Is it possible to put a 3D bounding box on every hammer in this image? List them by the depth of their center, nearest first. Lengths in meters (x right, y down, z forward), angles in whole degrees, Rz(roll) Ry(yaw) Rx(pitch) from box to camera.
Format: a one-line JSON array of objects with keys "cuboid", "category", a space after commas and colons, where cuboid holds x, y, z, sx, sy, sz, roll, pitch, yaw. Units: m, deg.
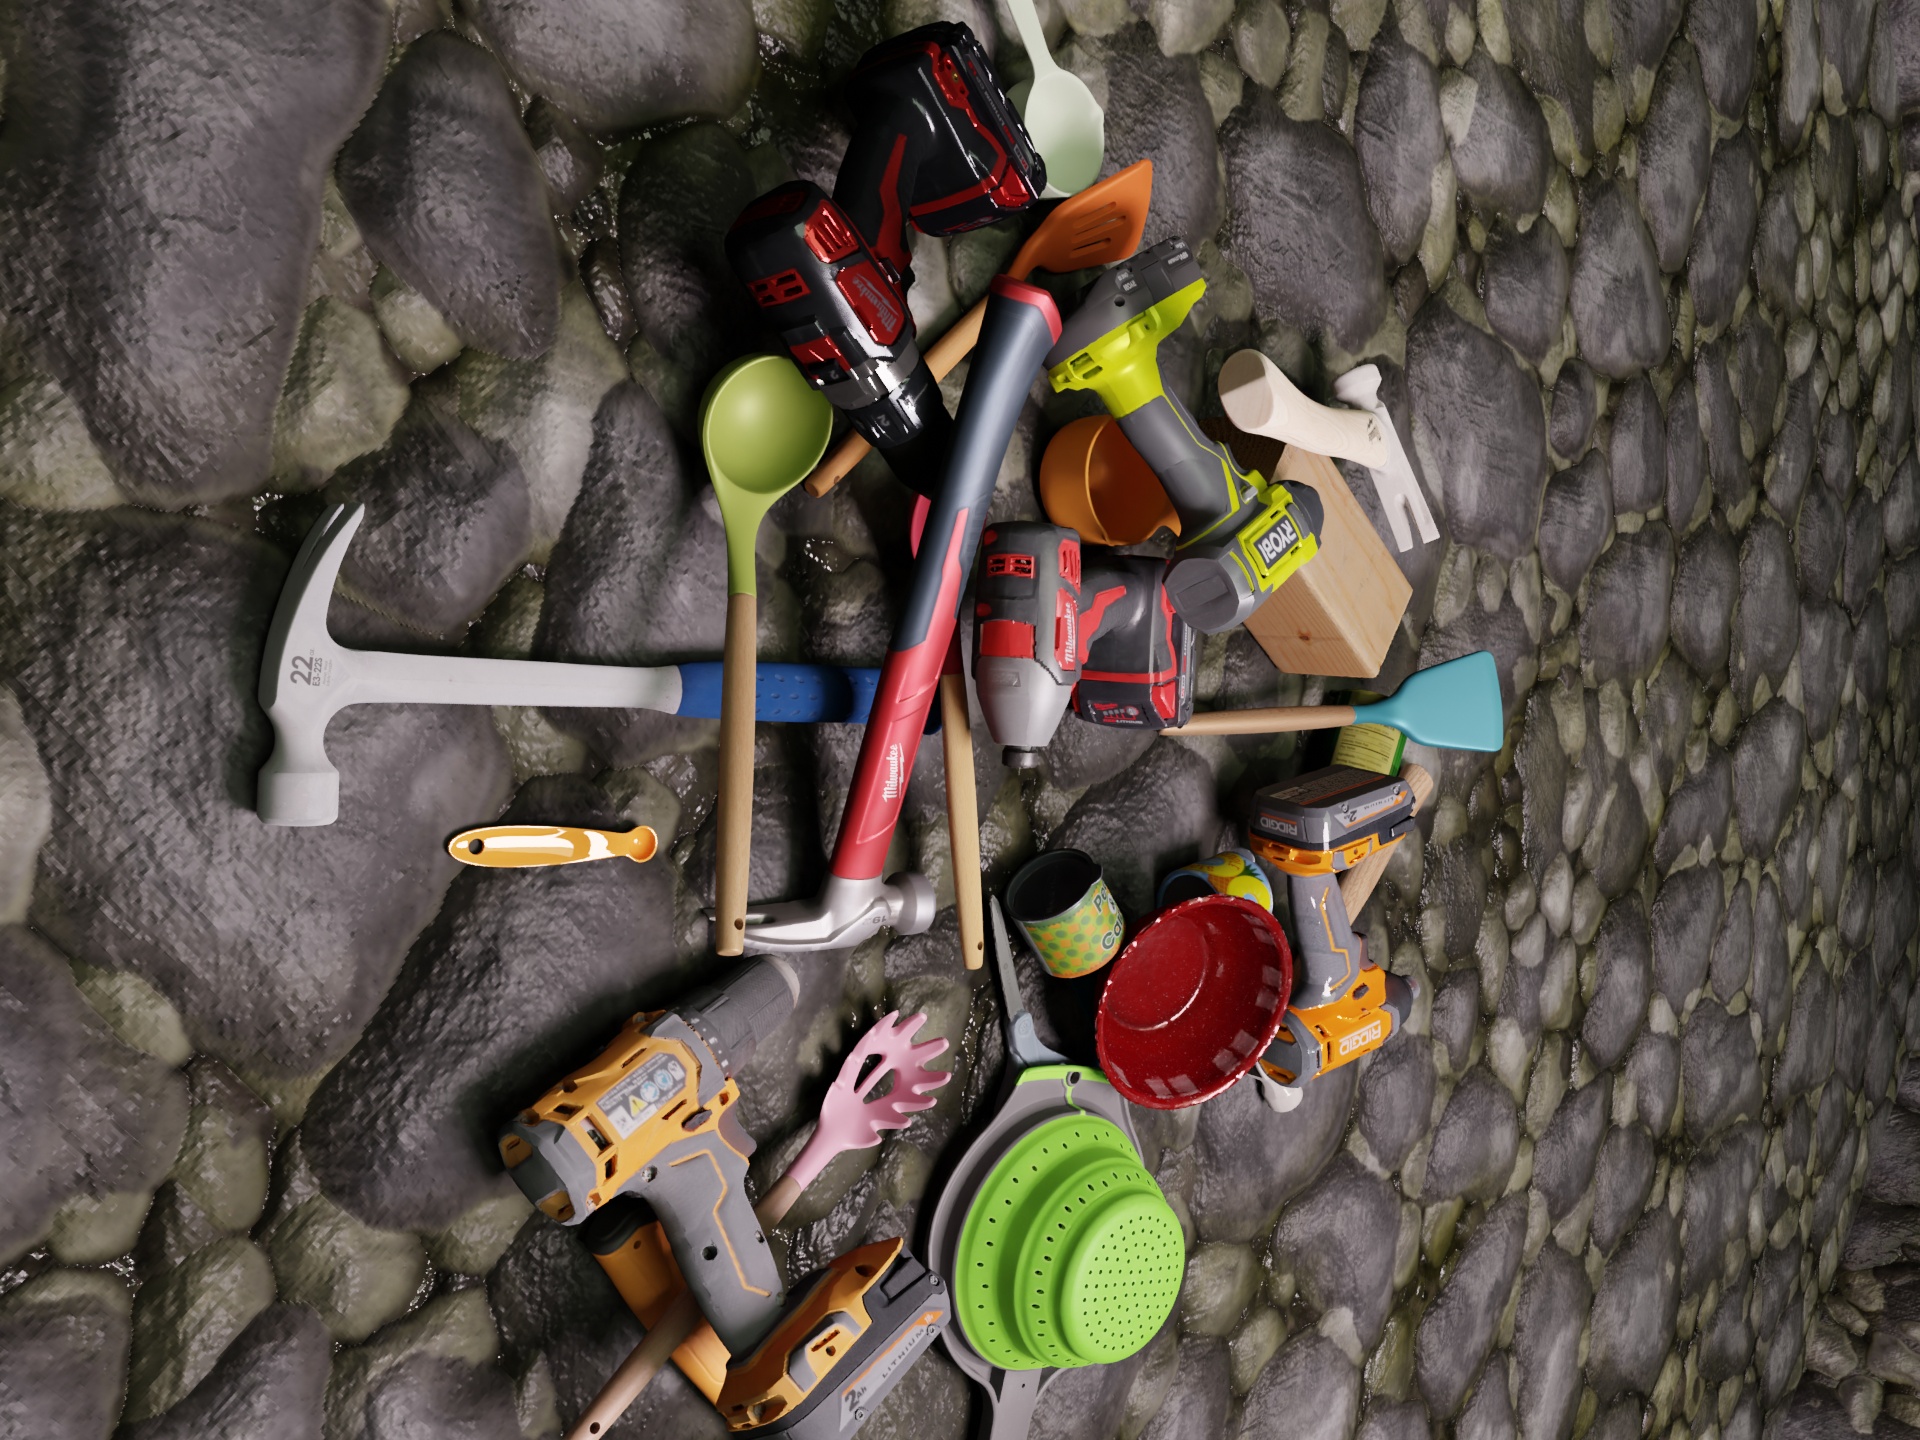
[{"cuboid": [-0.159, -0.023, 0.834, 0.405, 0.035, 0.144, 1, 93, -45], "category": "hammer"}, {"cuboid": [-0.033, -0.048, 0.859, 0.143, 0.038, 0.386, 0, 115, -39], "category": "hammer"}, {"cuboid": [-0.125, 0.400, 0.914, 0.127, 0.034, 0.336, -47, 124, -33], "category": "hammer"}, {"cuboid": [0.251, -0.186, 1.069, 0.410, 0.038, 0.146, -12, 81, -64], "category": "hammer"}, {"cuboid": [0.318, 0.160, 1.340, 0.331, 0.031, 0.129, -52, 128, -29], "category": "hammer"}]

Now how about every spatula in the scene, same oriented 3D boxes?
[{"cuboid": [0.015, -0.239, 0.980, 0.323, 0.041, 0.081, -50, 163, -26], "category": "spatula"}, {"cuboid": [0.288, -0.006, 1.228, 0.317, 0.044, 0.082, -4, 87, -29], "category": "spatula"}]

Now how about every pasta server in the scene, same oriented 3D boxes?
[{"cuboid": [-0.106, 0.275, 0.884, 0.060, 0.040, 0.316, 51, 45, -5], "category": "pasta server"}]

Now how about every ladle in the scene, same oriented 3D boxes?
[{"cuboid": [-0.105, -0.041, 0.814, 0.078, 0.062, 0.320, 18, 64, -43], "category": "ladle"}, {"cuboid": [-0.002, -0.003, 0.951, 0.069, 0.031, 0.315, -15, 105, -49], "category": "ladle"}]

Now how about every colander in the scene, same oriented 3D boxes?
[{"cuboid": [0.063, 0.434, 1.051, 0.204, 0.094, 0.397, 13, 88, -40], "category": "colander"}]

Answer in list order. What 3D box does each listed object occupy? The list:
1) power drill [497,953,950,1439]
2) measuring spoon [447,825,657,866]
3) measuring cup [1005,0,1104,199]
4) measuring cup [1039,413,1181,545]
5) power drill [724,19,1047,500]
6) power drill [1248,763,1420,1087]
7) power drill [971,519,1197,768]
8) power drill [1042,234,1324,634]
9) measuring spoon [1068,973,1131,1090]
[{"cuboid": [-0.105, 0.246, 0.836, 0.226, 0.084, 0.185, 51, 47, 1], "category": "power drill"}, {"cuboid": [-0.208, 0.063, 0.814, 0.116, 0.011, 0.021, 3, 93, -42], "category": "measuring spoon"}, {"cuboid": [0.037, -0.407, 0.991, 0.083, 0.038, 0.167, -42, 120, -34], "category": "measuring cup"}, {"cuboid": [0.119, -0.145, 1.091, 0.173, 0.052, 0.095, 29, 73, -45], "category": "measuring cup"}, {"cuboid": [-0.026, -0.251, 0.875, 0.187, 0.080, 0.227, 53, 45, -37], "category": "power drill"}, {"cuboid": [0.297, 0.154, 1.231, 0.164, 0.084, 0.226, -14, 107, -35], "category": "power drill"}, {"cuboid": [0.075, -0.044, 0.995, 0.219, 0.078, 0.143, -1, 94, -62], "category": "power drill"}, {"cuboid": [0.148, -0.184, 1.014, 0.171, 0.080, 0.223, -40, 102, -46], "category": "power drill"}, {"cuboid": [0.087, 0.203, 1.124, 0.042, 0.021, 0.128, -34, 108, -42], "category": "measuring spoon"}]
